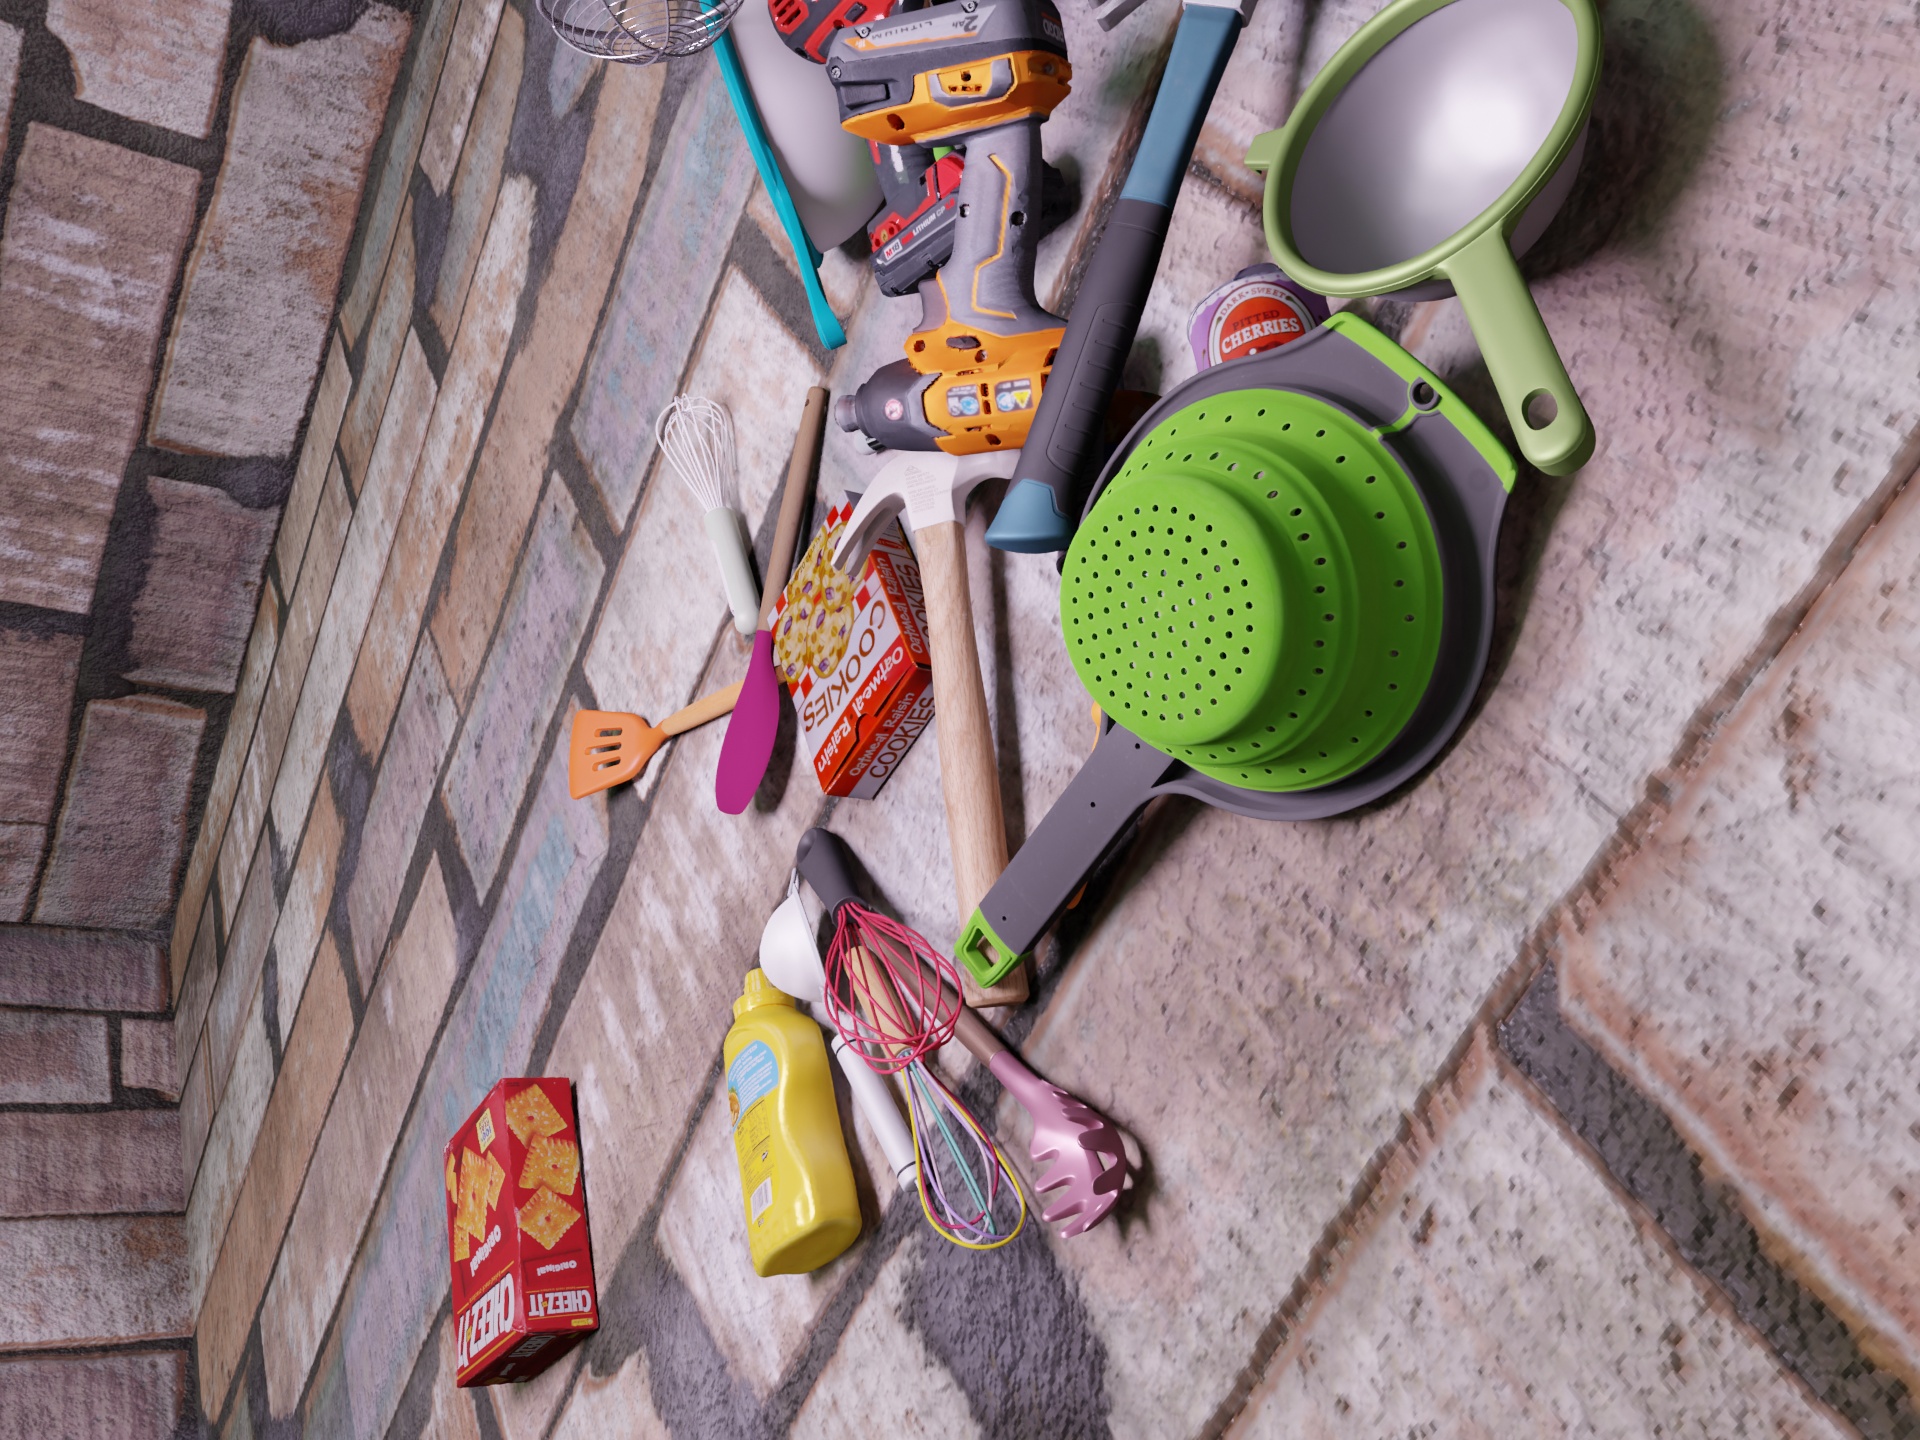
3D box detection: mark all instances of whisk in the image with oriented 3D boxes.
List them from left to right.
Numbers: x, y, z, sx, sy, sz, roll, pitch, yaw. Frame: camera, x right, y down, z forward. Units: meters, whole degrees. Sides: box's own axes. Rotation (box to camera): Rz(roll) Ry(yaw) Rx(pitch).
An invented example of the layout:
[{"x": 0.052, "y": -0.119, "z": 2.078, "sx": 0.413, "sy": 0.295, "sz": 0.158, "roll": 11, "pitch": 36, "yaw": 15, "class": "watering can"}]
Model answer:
[{"x": -0.193, "y": -0.166, "z": 1.254, "sx": 0.057, "sy": 0.059, "sz": 0.247, "roll": 80, "pitch": 171, "yaw": -59, "class": "whisk"}, {"x": -0.062, "y": 0.123, "z": 0.942, "sx": 0.296, "sy": 0.073, "sz": 0.073, "roll": -133, "pitch": 59, "yaw": -67, "class": "whisk"}, {"x": -0.026, "y": 0.207, "z": 0.904, "sx": 0.047, "sy": 0.051, "sz": 0.245, "roll": -34, "pitch": 36, "yaw": -2, "class": "whisk"}]

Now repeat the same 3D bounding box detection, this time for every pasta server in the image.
[{"x": 0.002, "y": 0.177, "z": 0.882, "sx": 0.316, "sy": 0.040, "sz": 0.060, "roll": 35, "pitch": 121, "yaw": 55, "class": "pasta server"}]

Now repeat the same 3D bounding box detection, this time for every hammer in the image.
[{"x": -0.001, "y": -0.003, "z": 0.910, "sx": 0.130, "sy": 0.031, "sz": 0.331, "roll": -13, "pitch": 74, "yaw": 23, "class": "hammer"}, {"x": 0.086, "y": -0.236, "z": 0.773, "sx": 0.128, "sy": 0.033, "sz": 0.331, "roll": 19, "pitch": 89, "yaw": 23, "class": "hammer"}]

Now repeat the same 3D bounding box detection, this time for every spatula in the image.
[{"x": -0.230, "y": -0.001, "z": 1.269, "sx": 0.322, "sy": 0.041, "sz": 0.081, "roll": -20, "pitch": 64, "yaw": 51, "class": "spatula"}]

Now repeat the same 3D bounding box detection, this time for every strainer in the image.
[{"x": -0.085, "y": -0.378, "z": 1.061, "sx": 0.095, "sy": 0.210, "sz": 0.341, "roll": -20, "pitch": 55, "yaw": 4, "class": "strainer"}, {"x": -0.075, "y": 0.193, "z": 0.980, "sx": 0.259, "sy": 0.050, "sz": 0.086, "roll": 56, "pitch": 162, "yaw": 38, "class": "strainer"}, {"x": 0.210, "y": -0.185, "z": 0.625, "sx": 0.151, "sy": 0.069, "sz": 0.257, "roll": -34, "pitch": 48, "yaw": 33, "class": "strainer"}]

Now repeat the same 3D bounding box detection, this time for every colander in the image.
[{"x": 0.073, "y": 0.005, "z": 0.718, "sx": 0.205, "sy": 0.094, "sz": 0.397, "roll": 50, "pitch": 128, "yaw": 22, "class": "colander"}]

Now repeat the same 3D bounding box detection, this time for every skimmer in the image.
[{"x": -0.114, "y": -0.532, "z": 0.975, "sx": 0.363, "sy": 0.090, "sz": 0.127, "roll": -57, "pitch": 17, "yaw": -18, "class": "skimmer"}]

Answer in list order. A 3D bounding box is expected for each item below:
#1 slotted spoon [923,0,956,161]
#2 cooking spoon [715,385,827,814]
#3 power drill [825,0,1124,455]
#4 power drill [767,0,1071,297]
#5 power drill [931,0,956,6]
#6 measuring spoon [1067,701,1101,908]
[{"x": -0.026, "y": -0.448, "z": 0.992, "sx": 0.070, "sy": 0.031, "sz": 0.313, "roll": 23, "pitch": 128, "yaw": 46, "class": "slotted spoon"}, {"x": -0.135, "y": -0.089, "z": 1.151, "sx": 0.069, "sy": 0.017, "sz": 0.319, "roll": 3, "pitch": 79, "yaw": 52, "class": "cooking spoon"}, {"x": -0.006, "y": -0.257, "z": 0.860, "sx": 0.164, "sy": 0.084, "sz": 0.226, "roll": -4, "pitch": 103, "yaw": 21, "class": "power drill"}, {"x": -0.017, "y": -0.387, "z": 0.938, "sx": 0.188, "sy": 0.080, "sz": 0.227, "roll": -21, "pitch": 91, "yaw": 51, "class": "power drill"}, {"x": -0.022, "y": -0.537, "z": 1.070, "sx": 0.223, "sy": 0.080, "sz": 0.171, "roll": 37, "pitch": 111, "yaw": 50, "class": "power drill"}, {"x": 0.066, "y": 0.043, "z": 0.845, "sx": 0.021, "sy": 0.011, "sz": 0.117, "roll": 14, "pitch": 93, "yaw": 56, "class": "measuring spoon"}]
